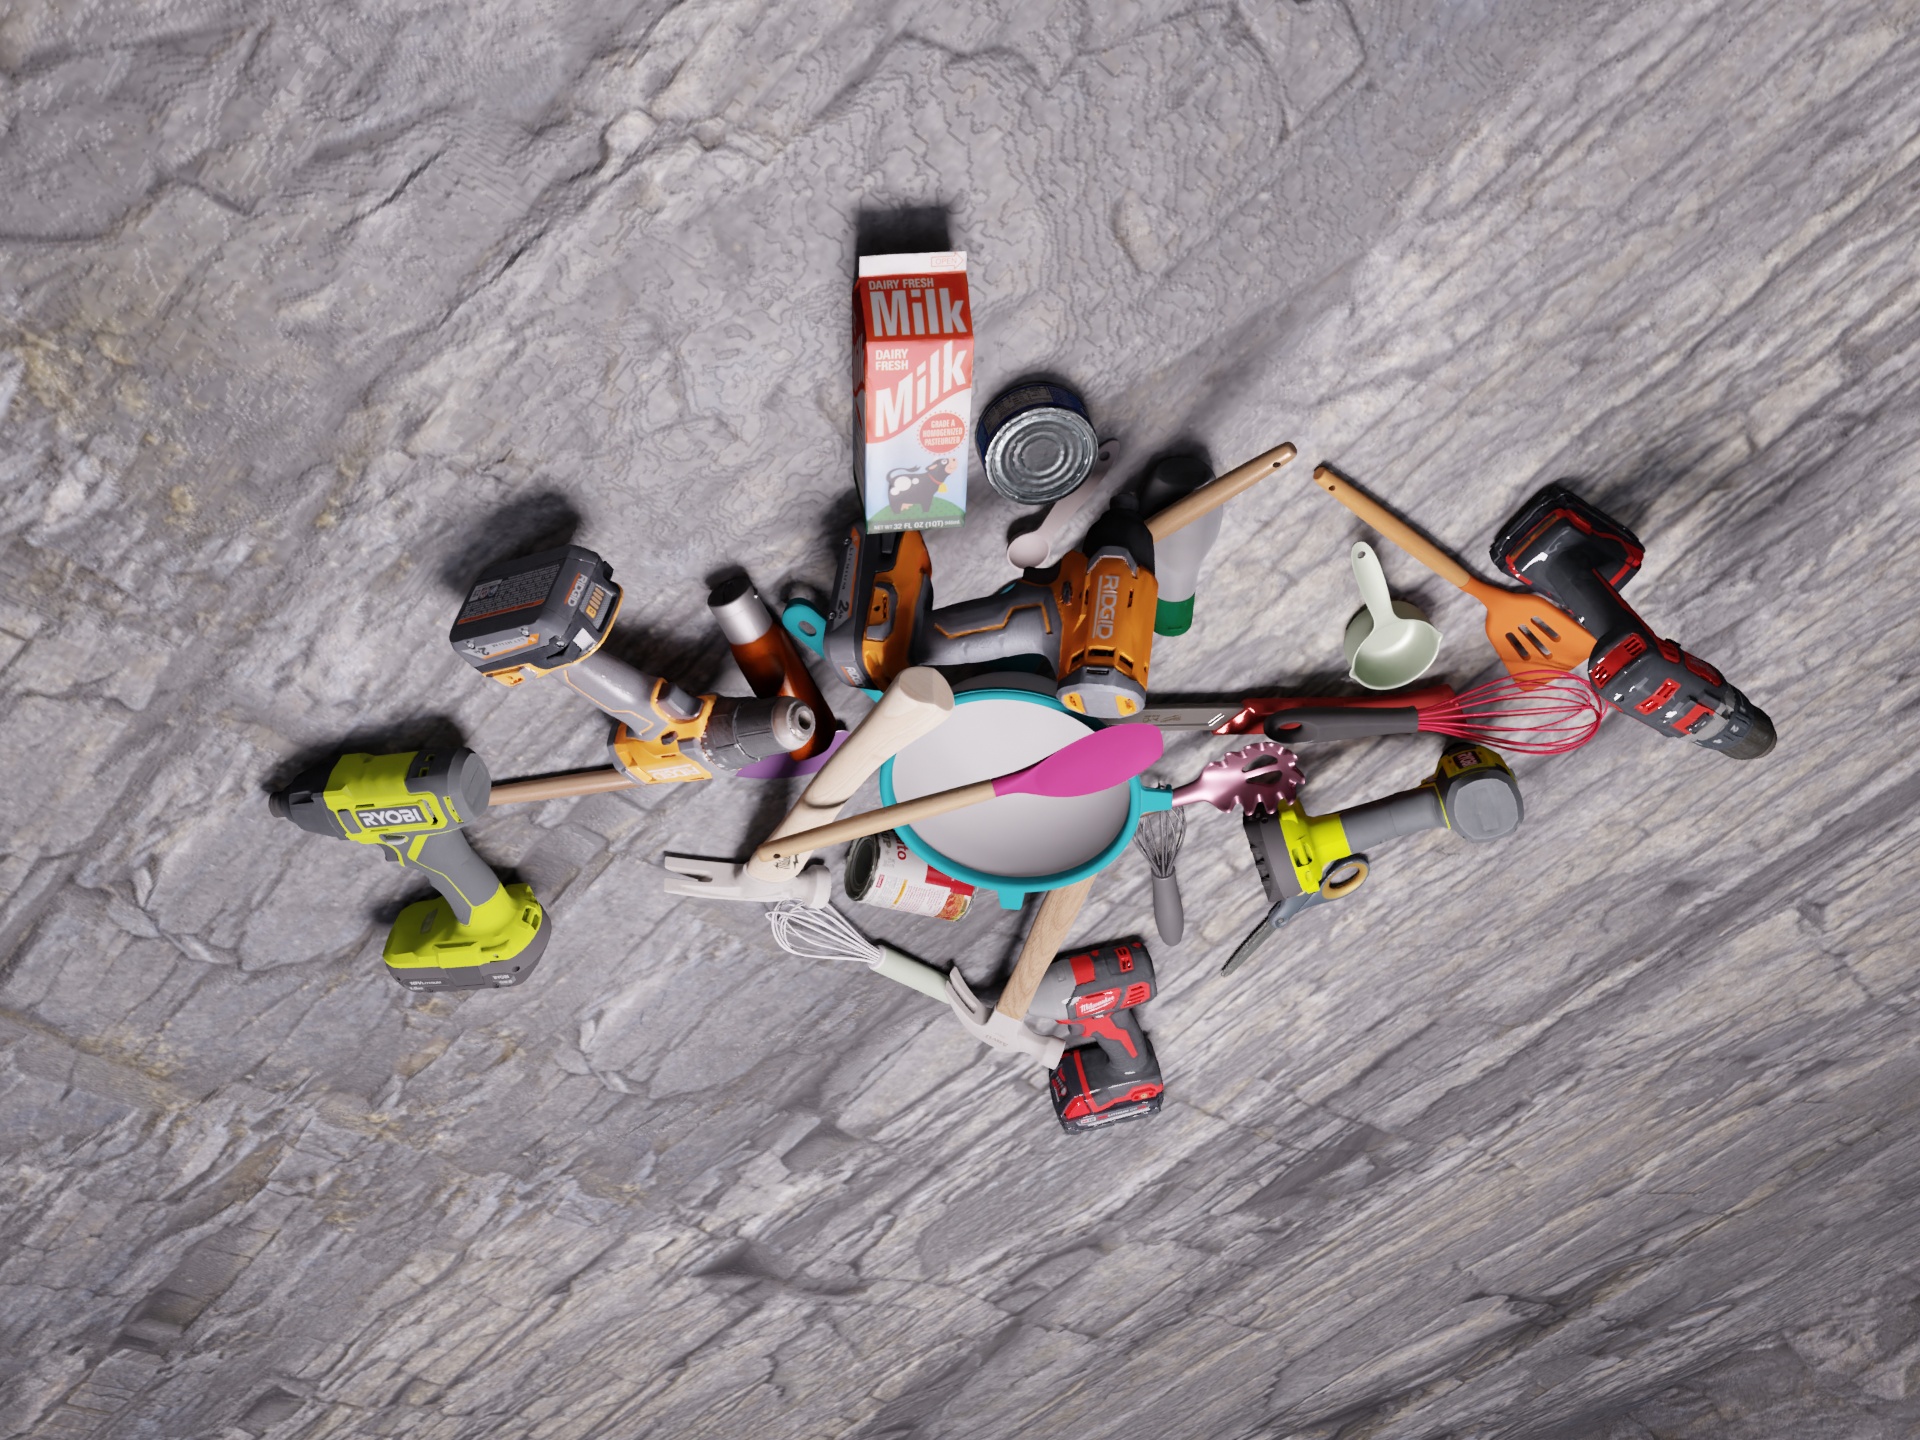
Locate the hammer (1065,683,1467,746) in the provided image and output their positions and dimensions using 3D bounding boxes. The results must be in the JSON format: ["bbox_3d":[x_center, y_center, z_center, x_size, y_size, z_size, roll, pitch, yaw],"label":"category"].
[{"bbox_3d":[0.266,0.003,1.379,0.359,0.037,0.149,-1,132,-13],"label":"hammer"}]

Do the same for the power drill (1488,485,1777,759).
[{"bbox_3d":[0.532,-0.067,1.246,0.187,0.227,0.080,22,124,-29],"label":"power drill"}]

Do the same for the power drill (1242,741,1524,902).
[{"bbox_3d":[0.371,0.078,1.401,0.228,0.190,0.080,-18,97,14],"label":"power drill"}]

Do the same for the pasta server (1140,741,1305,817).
[{"bbox_3d":[0.145,0.081,1.378,0.316,0.040,0.060,-18,96,22],"label":"pasta server"}]

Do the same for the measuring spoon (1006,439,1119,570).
[{"bbox_3d":[0.077,-0.164,1.196,0.034,0.018,0.124,26,114,-32],"label":"measuring spoon"}]

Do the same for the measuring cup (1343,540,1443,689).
[{"bbox_3d":[0.341,-0.095,1.307,0.083,0.038,0.167,-24,131,9],"label":"measuring cup"}]

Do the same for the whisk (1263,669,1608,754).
[{"bbox_3d":[0.403,-0.001,1.345,0.296,0.073,0.073,-3,133,-2],"label":"whisk"}]

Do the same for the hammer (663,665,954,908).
[{"bbox_3d":[-0.115,0.061,1.235,0.146,0.038,0.410,8,152,-21],"label":"hammer"}]

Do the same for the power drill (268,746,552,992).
[{"bbox_3d":[-0.437,0.118,1.279,0.171,0.080,0.223,-6,131,10],"label":"power drill"}]

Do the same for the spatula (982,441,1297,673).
[{"bbox_3d":[0.124,-0.120,1.186,0.082,0.044,0.317,26,143,-32],"label":"spatula"}]

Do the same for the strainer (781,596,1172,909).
[{"bbox_3d":[-0.002,-0.004,1.280,0.340,0.095,0.211,40,124,-19],"label":"strainer"}]

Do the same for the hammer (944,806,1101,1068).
[{"bbox_3d":[0.076,0.197,1.451,0.130,0.031,0.331,22,132,2],"label":"hammer"}]

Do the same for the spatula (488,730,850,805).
[{"bbox_3d":[-0.245,0.044,1.302,0.316,0.018,0.059,-7,145,-8],"label":"spatula"}]

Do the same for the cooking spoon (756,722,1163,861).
[{"bbox_3d":[0.000,0.058,1.206,0.319,0.017,0.068,-16,138,-1],"label":"cooking spoon"}]

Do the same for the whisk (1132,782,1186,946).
[{"bbox_3d":[0.190,0.142,1.482,0.055,0.055,0.238,-15,138,0],"label":"whisk"}]

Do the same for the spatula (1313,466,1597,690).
[{"bbox_3d":[0.397,-0.119,1.294,0.322,0.041,0.081,27,132,-31],"label":"spatula"}]

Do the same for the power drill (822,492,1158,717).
[{"bbox_3d":[0.028,-0.091,1.138,0.226,0.164,0.084,5,160,14],"label":"power drill"}]

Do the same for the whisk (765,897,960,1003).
[{"bbox_3d":[-0.085,0.219,1.490,0.059,0.058,0.246,-8,150,44],"label":"whisk"}]

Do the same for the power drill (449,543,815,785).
[{"bbox_3d":[-0.230,-0.030,1.156,0.185,0.084,0.226,-8,143,36],"label":"power drill"}]

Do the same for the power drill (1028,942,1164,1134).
[{"bbox_3d":[0.132,0.320,1.613,0.143,0.079,0.219,-13,131,-2],"label":"power drill"}]
